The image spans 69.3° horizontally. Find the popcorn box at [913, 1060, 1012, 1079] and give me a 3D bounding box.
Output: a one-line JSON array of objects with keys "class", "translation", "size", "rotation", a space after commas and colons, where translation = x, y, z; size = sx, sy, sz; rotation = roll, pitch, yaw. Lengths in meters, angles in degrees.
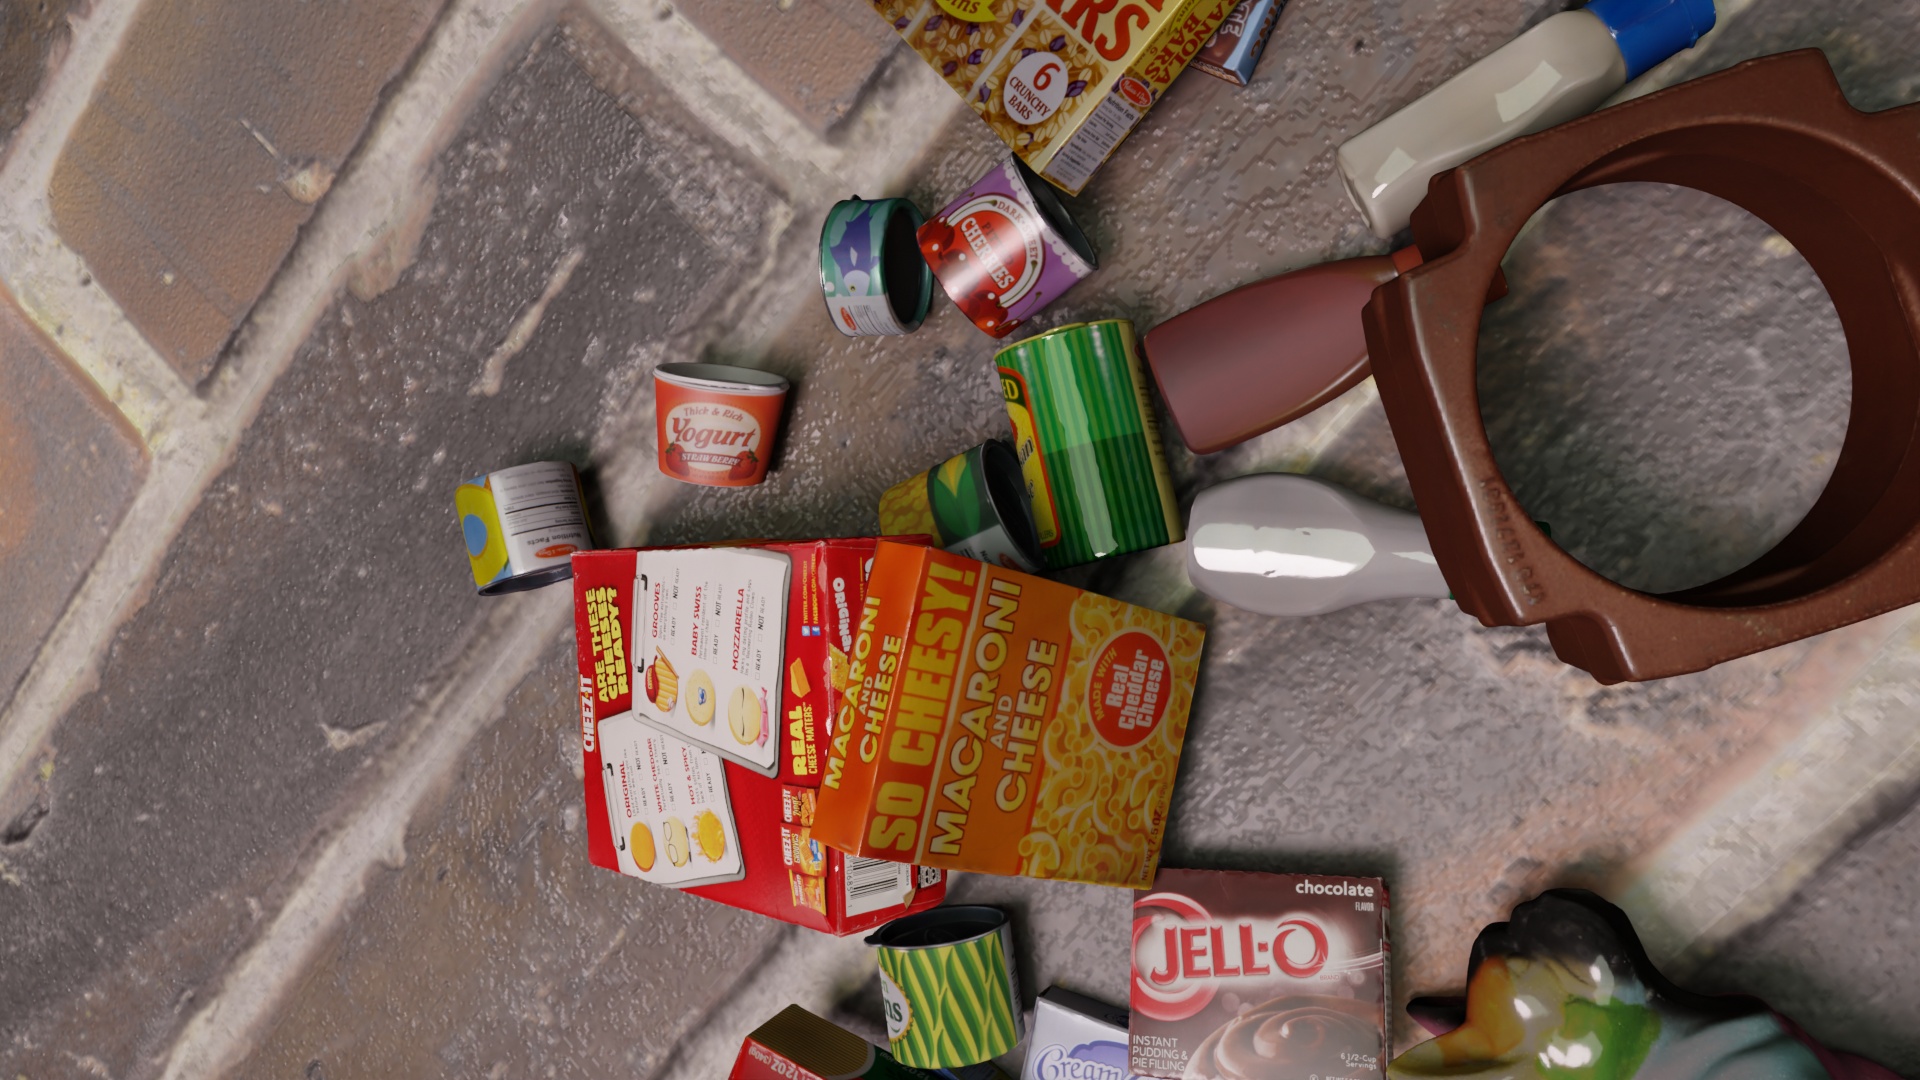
[{"class": "popcorn box", "translation": [-0.009, 0.320, 0.685], "size": [0.085, 0.038, 0.126], "rotation": [36, 103, 17]}]

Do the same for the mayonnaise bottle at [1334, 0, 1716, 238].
[{"class": "mayonnaise bottle", "translation": [0.228, -0.181, 0.569], "size": [0.148, 0.065, 0.041], "rotation": [-31, 77, 15]}]

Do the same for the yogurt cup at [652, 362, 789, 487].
[{"class": "yogurt cup", "translation": [-0.123, -0.059, 0.705], "size": [0.072, 0.072, 0.053], "rotation": [13, 105, 20]}]

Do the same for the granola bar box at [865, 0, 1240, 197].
[{"class": "granola bar box", "translation": [0.036, -0.256, 0.631], "size": [0.124, 0.039, 0.166], "rotation": [-48, 62, 19]}]

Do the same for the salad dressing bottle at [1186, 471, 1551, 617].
[{"class": "salad dressing bottle", "translation": [0.175, 0.005, 0.603], "size": [0.147, 0.044, 0.064], "rotation": [5, 92, 19]}]

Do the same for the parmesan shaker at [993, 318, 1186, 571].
[{"class": "parmesan shaker", "translation": [0.058, -0.042, 0.630], "size": [0.071, 0.071, 0.103], "rotation": [-14, 87, 21]}]

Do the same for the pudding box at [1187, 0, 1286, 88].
[{"class": "pudding box", "translation": [0.123, -0.253, 0.622], "size": [0.050, 0.030, 0.083], "rotation": [29, 102, 17]}]

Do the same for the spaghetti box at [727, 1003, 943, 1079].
[{"class": "spaghetti box", "translation": [0.014, 0.282, 0.626], "size": [0.250, 0.050, 0.028], "rotation": [21, 98, 19]}]

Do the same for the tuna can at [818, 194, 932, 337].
[{"class": "tuna can", "translation": [-0.039, -0.134, 0.669], "size": [0.033, 0.071, 0.071], "rotation": [2, 92, 20]}]

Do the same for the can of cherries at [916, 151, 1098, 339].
[{"class": "can of cherries", "translation": [0.021, -0.135, 0.642], "size": [0.058, 0.071, 0.071], "rotation": [-34, 80, 19]}]

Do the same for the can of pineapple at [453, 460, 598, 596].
[{"class": "can of pineapple", "translation": [-0.233, -0.006, 0.747], "size": [0.071, 0.071, 0.058], "rotation": [-18, 85, 21]}]

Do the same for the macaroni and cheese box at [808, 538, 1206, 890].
[{"class": "macaroni and cheese box", "translation": [0.025, 0.078, 0.589], "size": [0.040, 0.166, 0.124], "rotation": [5, 81, 51]}]

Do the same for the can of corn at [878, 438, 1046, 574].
[{"class": "can of corn", "translation": [0.002, -0.008, 0.658], "size": [0.058, 0.071, 0.071], "rotation": [-24, 83, 20]}]

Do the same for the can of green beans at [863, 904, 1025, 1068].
[{"class": "can of green beans", "translation": [-0.005, 0.212, 0.665], "size": [0.071, 0.071, 0.058], "rotation": [-8, 89, 21]}]

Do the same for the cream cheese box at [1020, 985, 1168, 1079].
[{"class": "cream cheese box", "translation": [0.082, 0.254, 0.655], "size": [0.104, 0.024, 0.053], "rotation": [13, 95, 20]}]

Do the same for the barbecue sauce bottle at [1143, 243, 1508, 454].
[{"class": "barbecue sauce bottle", "translation": [0.159, -0.092, 0.606], "size": [0.148, 0.044, 0.065], "rotation": [-23, 87, 20]}]
